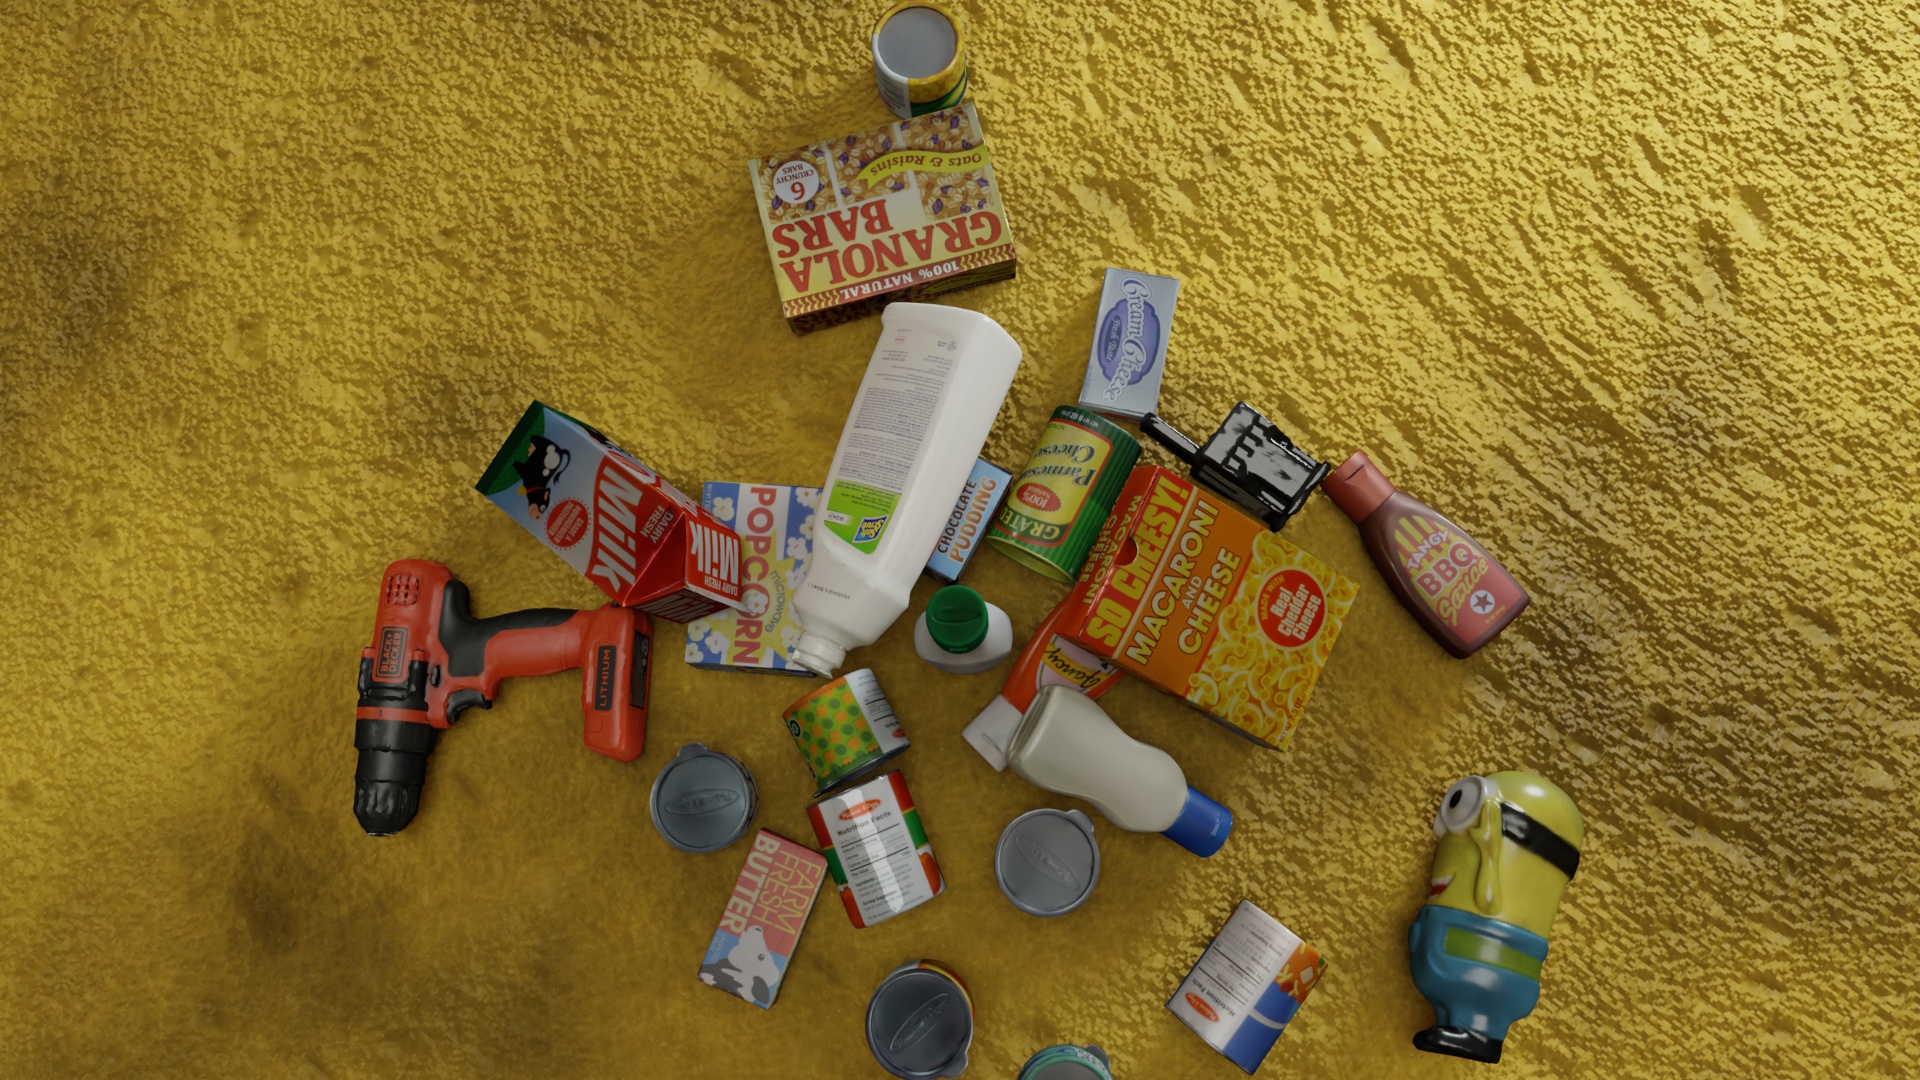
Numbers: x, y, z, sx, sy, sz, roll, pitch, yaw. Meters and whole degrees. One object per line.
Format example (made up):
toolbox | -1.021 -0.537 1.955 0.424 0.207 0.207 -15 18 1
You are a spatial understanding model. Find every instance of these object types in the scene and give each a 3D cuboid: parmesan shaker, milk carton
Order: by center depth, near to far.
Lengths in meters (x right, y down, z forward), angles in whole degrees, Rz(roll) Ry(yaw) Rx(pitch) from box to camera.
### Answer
milk carton | -0.216 -0.008 0.902 0.191 0.072 0.073 34 91 23
parmesan shaker | 0.067 -0.032 0.929 0.071 0.071 0.103 27 81 7

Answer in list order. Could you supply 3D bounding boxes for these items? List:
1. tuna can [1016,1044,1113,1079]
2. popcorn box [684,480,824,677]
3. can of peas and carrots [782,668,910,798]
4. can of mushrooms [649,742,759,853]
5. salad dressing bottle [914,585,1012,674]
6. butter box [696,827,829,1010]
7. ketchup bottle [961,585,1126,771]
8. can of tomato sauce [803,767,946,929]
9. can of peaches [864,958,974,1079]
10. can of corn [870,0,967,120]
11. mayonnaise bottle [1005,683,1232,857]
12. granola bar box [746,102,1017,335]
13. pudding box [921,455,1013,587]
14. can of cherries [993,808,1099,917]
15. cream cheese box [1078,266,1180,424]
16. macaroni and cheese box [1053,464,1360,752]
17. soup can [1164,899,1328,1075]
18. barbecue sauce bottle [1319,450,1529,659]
tuna can | 0.068 0.352 0.872 0.071 0.033 0.071 0 80 2
popcorn box | -0.135 0.025 0.938 0.085 0.038 0.127 4 80 3
can of peas and carrots | -0.077 0.125 0.904 0.071 0.071 0.059 -28 79 -3
can of mushrooms | -0.168 0.169 0.915 0.071 0.033 0.071 0 80 3
salad dressing bottle | 0.001 0.056 0.872 0.064 0.147 0.044 -2 80 2
butter box | -0.126 0.245 0.904 0.053 0.024 0.103 21 81 5
ketchup bottle | 0.065 0.087 0.917 0.065 0.043 0.149 45 85 0
can of tomato sauce | -0.054 0.196 0.889 0.071 0.071 0.083 -23 82 -2
can of peaches | -0.023 0.301 0.872 0.071 0.058 0.071 0 79 1
can of corn | -0.027 -0.344 0.994 0.071 0.058 0.071 0 80 2
mayonnaise bottle | 0.104 0.152 0.883 0.148 0.041 0.065 33 75 -12
granola bar box | -0.055 -0.227 0.982 0.166 0.039 0.124 -15 79 -1
pudding box | 0.003 -0.012 0.934 0.030 0.049 0.084 29 82 4
can of cherries | 0.057 0.203 0.888 0.071 0.058 0.071 -1 79 3
cream cheese box | 0.117 -0.135 0.966 0.053 0.024 0.104 11 80 4
macaroni and cheese box | 0.161 0.044 0.893 0.166 0.040 0.124 29 81 -17
soup can | 0.180 0.278 0.867 0.071 0.071 0.084 37 82 8
barbecue sauce bottle | 0.303 0.005 0.924 0.065 0.043 0.148 -41 80 -4
